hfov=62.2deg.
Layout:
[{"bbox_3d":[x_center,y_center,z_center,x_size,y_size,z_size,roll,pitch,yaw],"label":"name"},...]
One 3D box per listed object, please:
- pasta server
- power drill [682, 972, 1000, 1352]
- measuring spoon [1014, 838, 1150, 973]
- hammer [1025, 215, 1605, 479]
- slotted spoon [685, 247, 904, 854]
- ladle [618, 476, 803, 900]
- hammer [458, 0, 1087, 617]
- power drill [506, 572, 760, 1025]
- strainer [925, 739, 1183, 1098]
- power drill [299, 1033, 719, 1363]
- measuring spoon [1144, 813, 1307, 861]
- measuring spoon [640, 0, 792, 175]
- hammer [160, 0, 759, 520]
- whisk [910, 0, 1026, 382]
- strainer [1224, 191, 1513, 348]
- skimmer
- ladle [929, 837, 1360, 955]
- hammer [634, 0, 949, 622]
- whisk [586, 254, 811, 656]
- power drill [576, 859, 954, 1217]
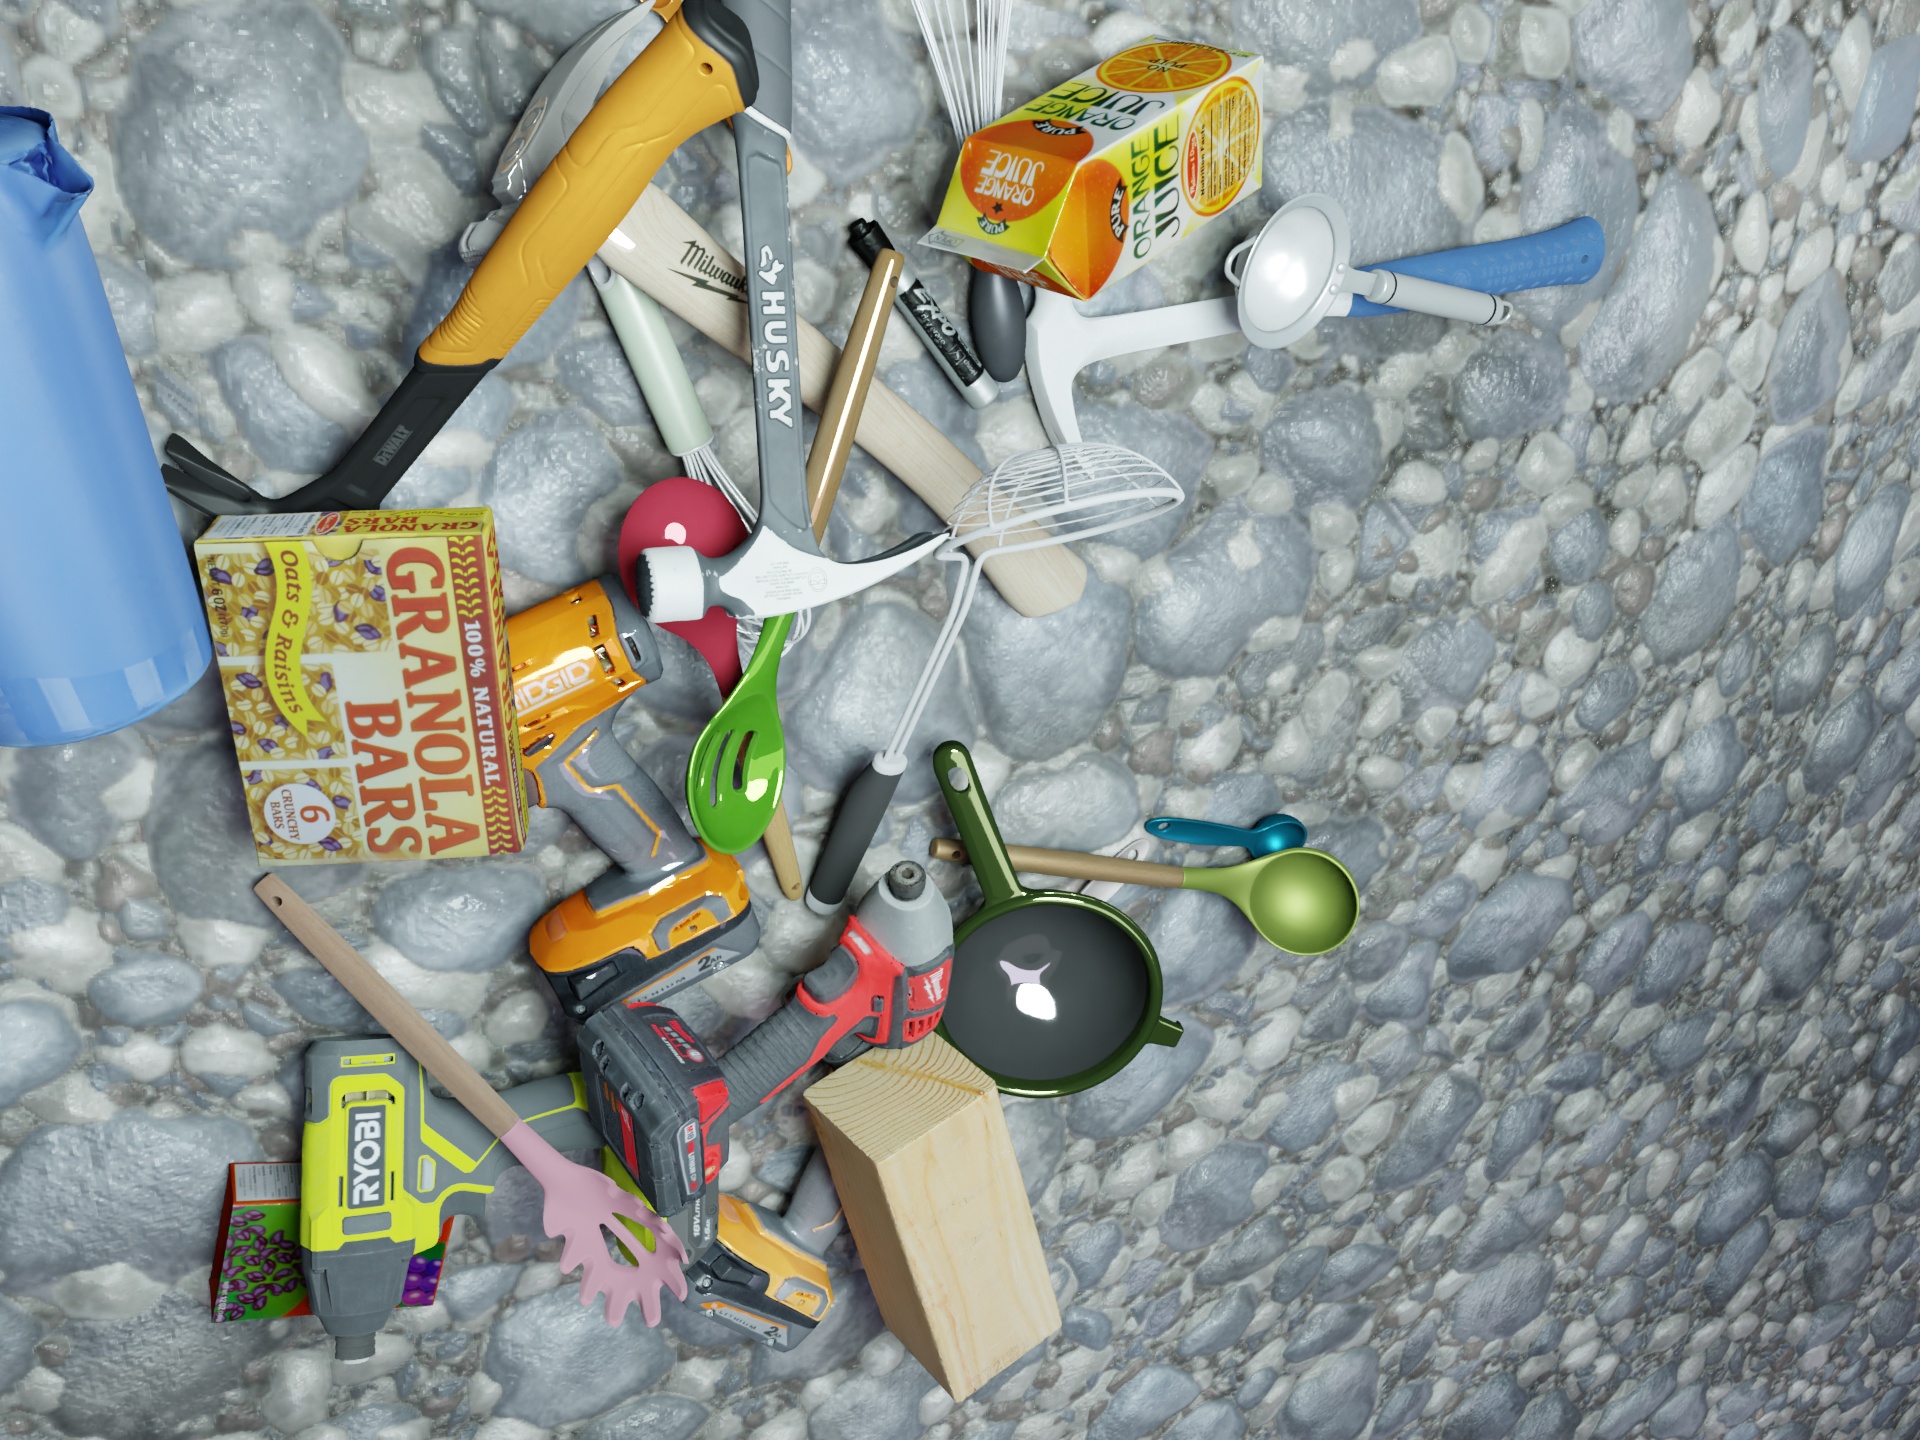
[{"bbox_3d":[-0.261,0.201,0.850,0.060,0.040,0.316,-41,101,-3],"label":"pasta server"},{"bbox_3d":[-0.099,0.278,1.030,0.226,0.084,0.185,-49,127,-3],"label":"power drill"},{"bbox_3d":[0.083,0.123,1.089,0.124,0.018,0.034,-43,115,-11],"label":"measuring spoon"},{"bbox_3d":[0.221,-0.249,0.956,0.405,0.035,0.144,-15,120,-21],"label":"hammer"},{"bbox_3d":[-0.081,-0.082,0.802,0.070,0.031,0.313,4,108,-54],"label":"slotted spoon"},{"bbox_3d":[-0.120,0.001,0.866,0.069,0.031,0.315,-33,141,-21],"label":"ladle"},{"bbox_3d":[-0.058,-0.180,0.830,0.410,0.038,0.146,35,73,-41],"label":"hammer"},{"bbox_3d":[-0.214,0.051,0.852,0.164,0.084,0.226,-26,120,-14],"label":"power drill"},{"bbox_3d":[0.033,0.118,1.009,0.151,0.069,0.256,-20,110,4],"label":"strainer"},{"bbox_3d":[-0.256,0.262,0.906,0.223,0.080,0.171,2,82,-30],"label":"power drill"},{"bbox_3d":[0.184,0.074,1.117,0.128,0.021,0.042,8,129,-22],"label":"measuring spoon"},{"bbox_3d":[-0.117,-0.309,0.762,0.021,0.011,0.116,-46,130,-6],"label":"measuring spoon"},{"bbox_3d":[-0.207,-0.175,0.672,0.127,0.034,0.337,29,128,-35],"label":"hammer"},{"bbox_3d":[0.008,-0.304,0.806,0.070,0.070,0.284,-22,128,-17],"label":"whisk"},{"bbox_3d":[0.233,-0.250,0.916,0.258,0.050,0.086,0,120,-34],"label":"strainer"},{"bbox_3d":[-0.001,-0.003,0.872,0.127,0.090,0.363,-12,139,-44],"label":"skimmer"},{"bbox_3d":[0.130,0.108,1.068,0.320,0.062,0.078,9,107,-25],"label":"ladle"},{"bbox_3d":[-0.084,-0.252,0.722,0.149,0.036,0.409,-6,100,-24],"label":"hammer"},{"bbox_3d":[-0.135,-0.137,0.822,0.059,0.058,0.246,-51,132,-41],"label":"whisk"},{"bbox_3d":[-0.096,0.166,0.887,0.219,0.079,0.143,-28,146,-29],"label":"power drill"}]
